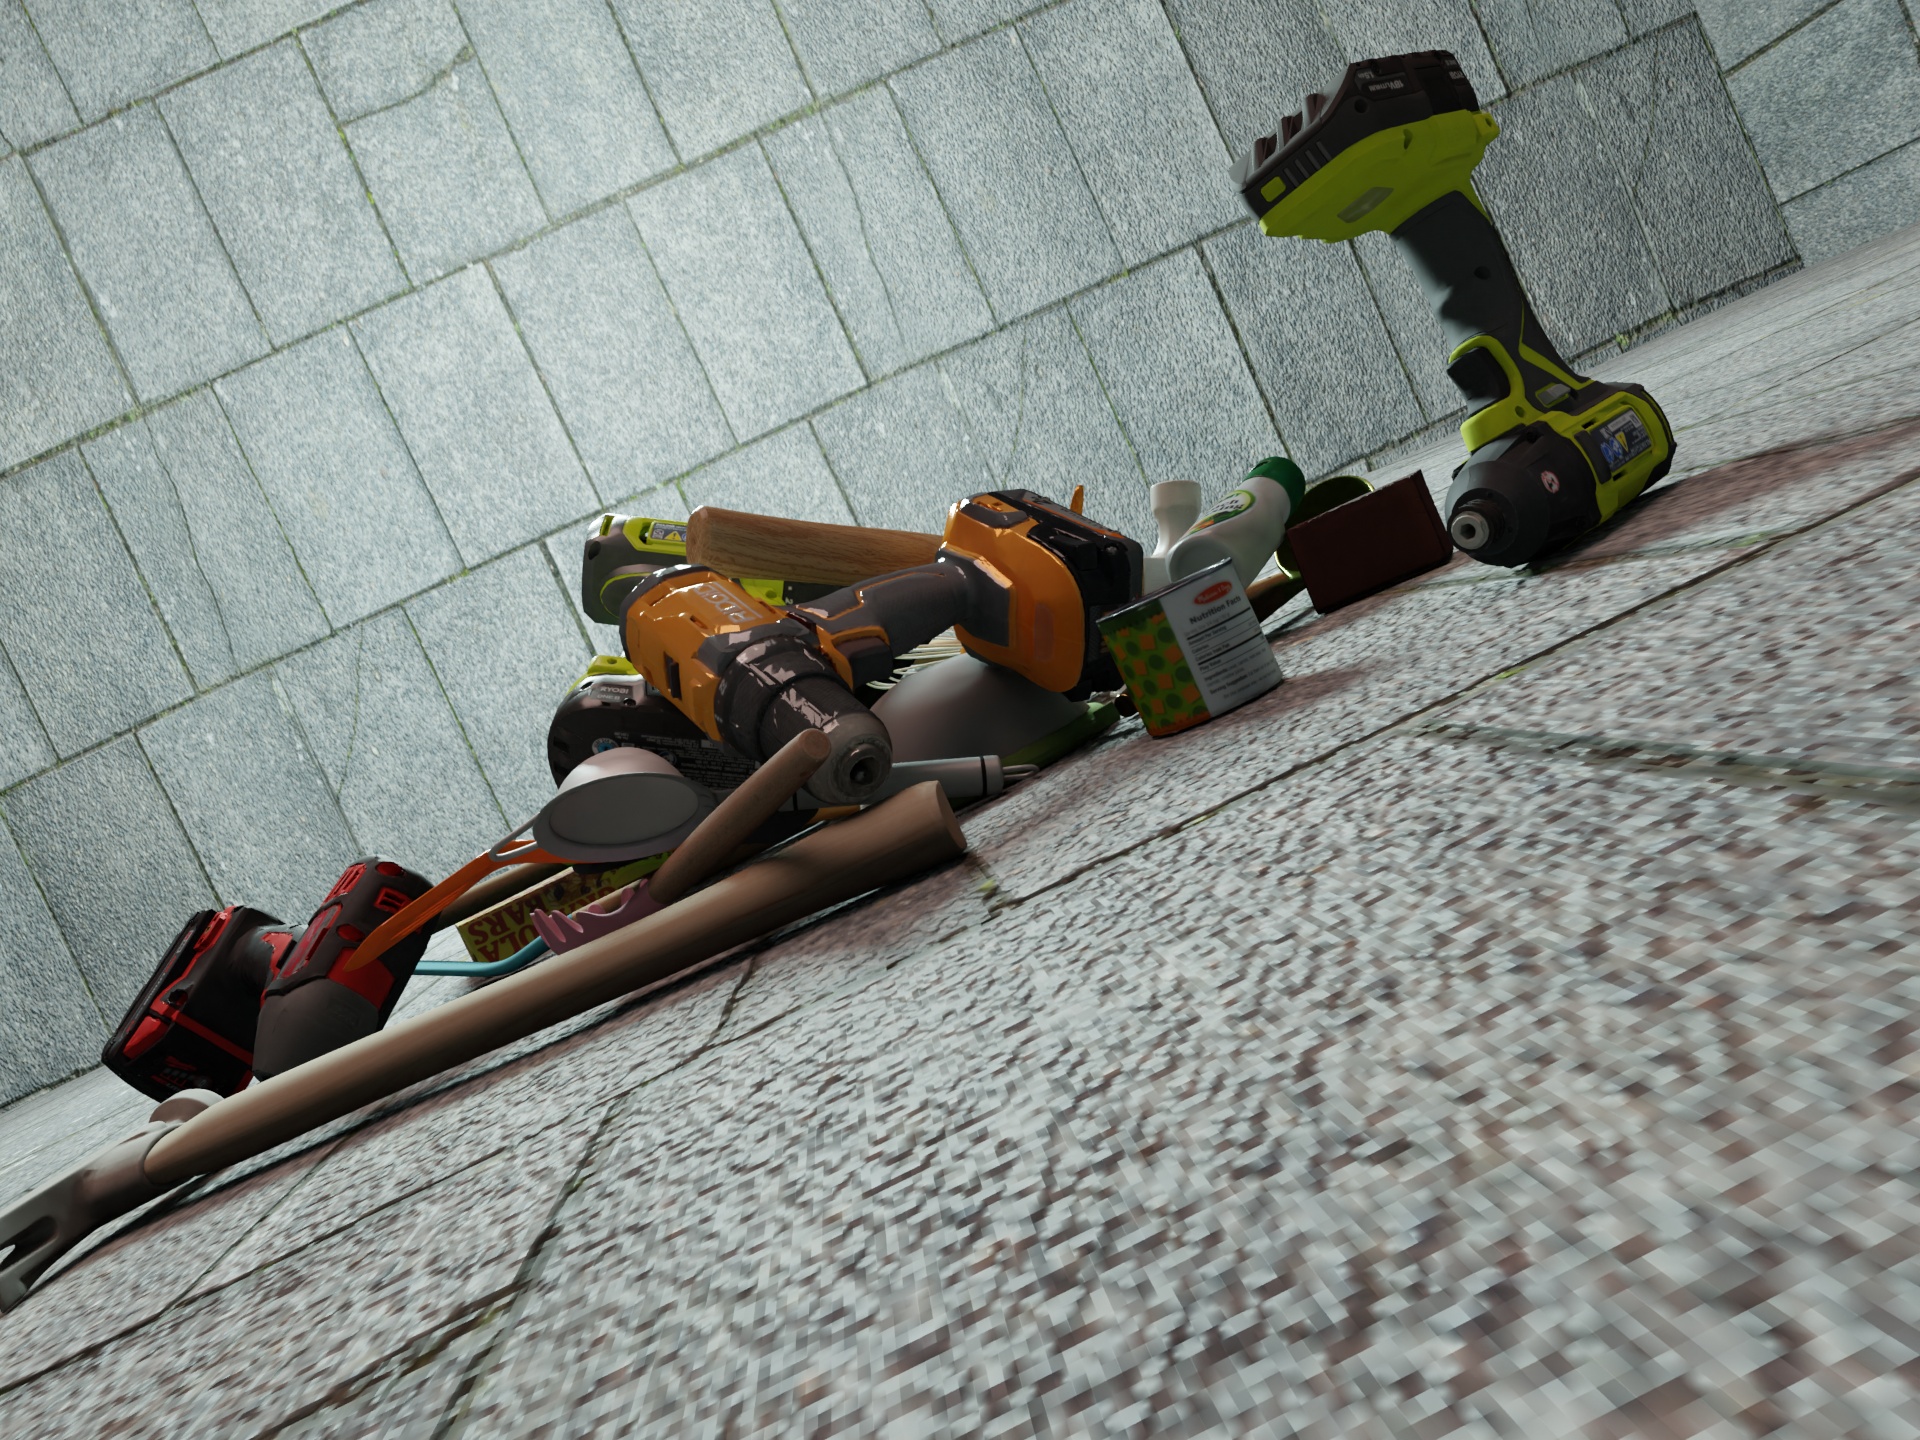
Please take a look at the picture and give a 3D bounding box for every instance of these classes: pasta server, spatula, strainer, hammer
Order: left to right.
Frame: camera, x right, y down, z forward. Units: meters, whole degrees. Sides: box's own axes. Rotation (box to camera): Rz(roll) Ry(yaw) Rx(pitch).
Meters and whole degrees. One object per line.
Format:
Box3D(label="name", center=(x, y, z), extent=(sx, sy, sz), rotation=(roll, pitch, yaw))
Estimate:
Box3D(label="hammer", center=(-0.190, 0.122, 0.641), extent=(0.410, 0.038, 0.146), rotation=(-24, 5, 8))
Box3D(label="spatula", center=(-0.226, 0.109, 1.017), extent=(0.317, 0.044, 0.082), rotation=(-24, -3, -8))
Box3D(label="spatula", center=(-0.165, 0.073, 0.850), extent=(0.322, 0.041, 0.081), rotation=(-10, -17, -35))
Box3D(label="pasta server", center=(-0.126, 0.060, 0.705), extent=(0.060, 0.040, 0.316), rotation=(-14, -14, -33))
Box3D(label="strainer", center=(-0.091, 0.033, 0.753), extent=(0.258, 0.050, 0.086), rotation=(-4, -29, -5))
Box3D(label="strainer", center=(-0.001, -0.003, 0.902), extent=(0.151, 0.069, 0.256), rotation=(-25, 5, 1))
Box3D(label="hammer", center=(0.007, -0.081, 0.876), extent=(0.331, 0.130, 0.031), rotation=(2, -6, -33))

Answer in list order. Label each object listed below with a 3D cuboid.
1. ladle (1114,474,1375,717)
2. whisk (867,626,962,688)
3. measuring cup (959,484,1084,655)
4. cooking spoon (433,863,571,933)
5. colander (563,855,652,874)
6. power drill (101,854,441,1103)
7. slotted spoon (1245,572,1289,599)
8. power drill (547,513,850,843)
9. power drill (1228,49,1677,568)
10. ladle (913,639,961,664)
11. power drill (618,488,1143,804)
Box3D(label="ladle", center=(0.170, -0.076, 0.941), extent=(0.078, 0.062, 0.320), rotation=(-18, 10, 41))
Box3D(label="whisk", center=(0.033, -0.052, 1.090), extent=(0.246, 0.058, 0.059), rotation=(-1, 0, 18))
Box3D(label="measuring cup", center=(0.039, -0.077, 0.998), extent=(0.052, 0.173, 0.095), rotation=(21, 36, 16))
Box3D(label="cooking spoon", center=(-0.290, 0.104, 1.071), extent=(0.319, 0.017, 0.068), rotation=(-26, -4, -20))
Box3D(label="colander", center=(-0.126, 0.005, 1.051), extent=(0.204, 0.094, 0.397), rotation=(-28, -6, 23))
Box3D(label="power drill", center=(-0.387, 0.159, 0.895), extent=(0.220, 0.078, 0.143), rotation=(-17, 41, 41))
Box3D(label="slotted spoon", center=(0.105, -0.043, 1.118), extent=(0.314, 0.031, 0.070), rotation=(-24, 11, -20))
Box3D(label="power drill", center=(-0.122, -0.035, 0.869), extent=(0.190, 0.080, 0.229), rotation=(6, 34, -5))
Box3D(label="power drill", center=(0.222, -0.179, 0.713), extent=(0.171, 0.223, 0.080), rotation=(-28, -3, -43))
Box3D(label="ladle", center=(0.041, -0.063, 1.226), extent=(0.315, 0.031, 0.069), rotation=(-7, 4, 19))
Box3D(label="power drill", center=(-0.021, -0.035, 0.733), extent=(0.226, 0.084, 0.186), rotation=(-16, 31, -29))
